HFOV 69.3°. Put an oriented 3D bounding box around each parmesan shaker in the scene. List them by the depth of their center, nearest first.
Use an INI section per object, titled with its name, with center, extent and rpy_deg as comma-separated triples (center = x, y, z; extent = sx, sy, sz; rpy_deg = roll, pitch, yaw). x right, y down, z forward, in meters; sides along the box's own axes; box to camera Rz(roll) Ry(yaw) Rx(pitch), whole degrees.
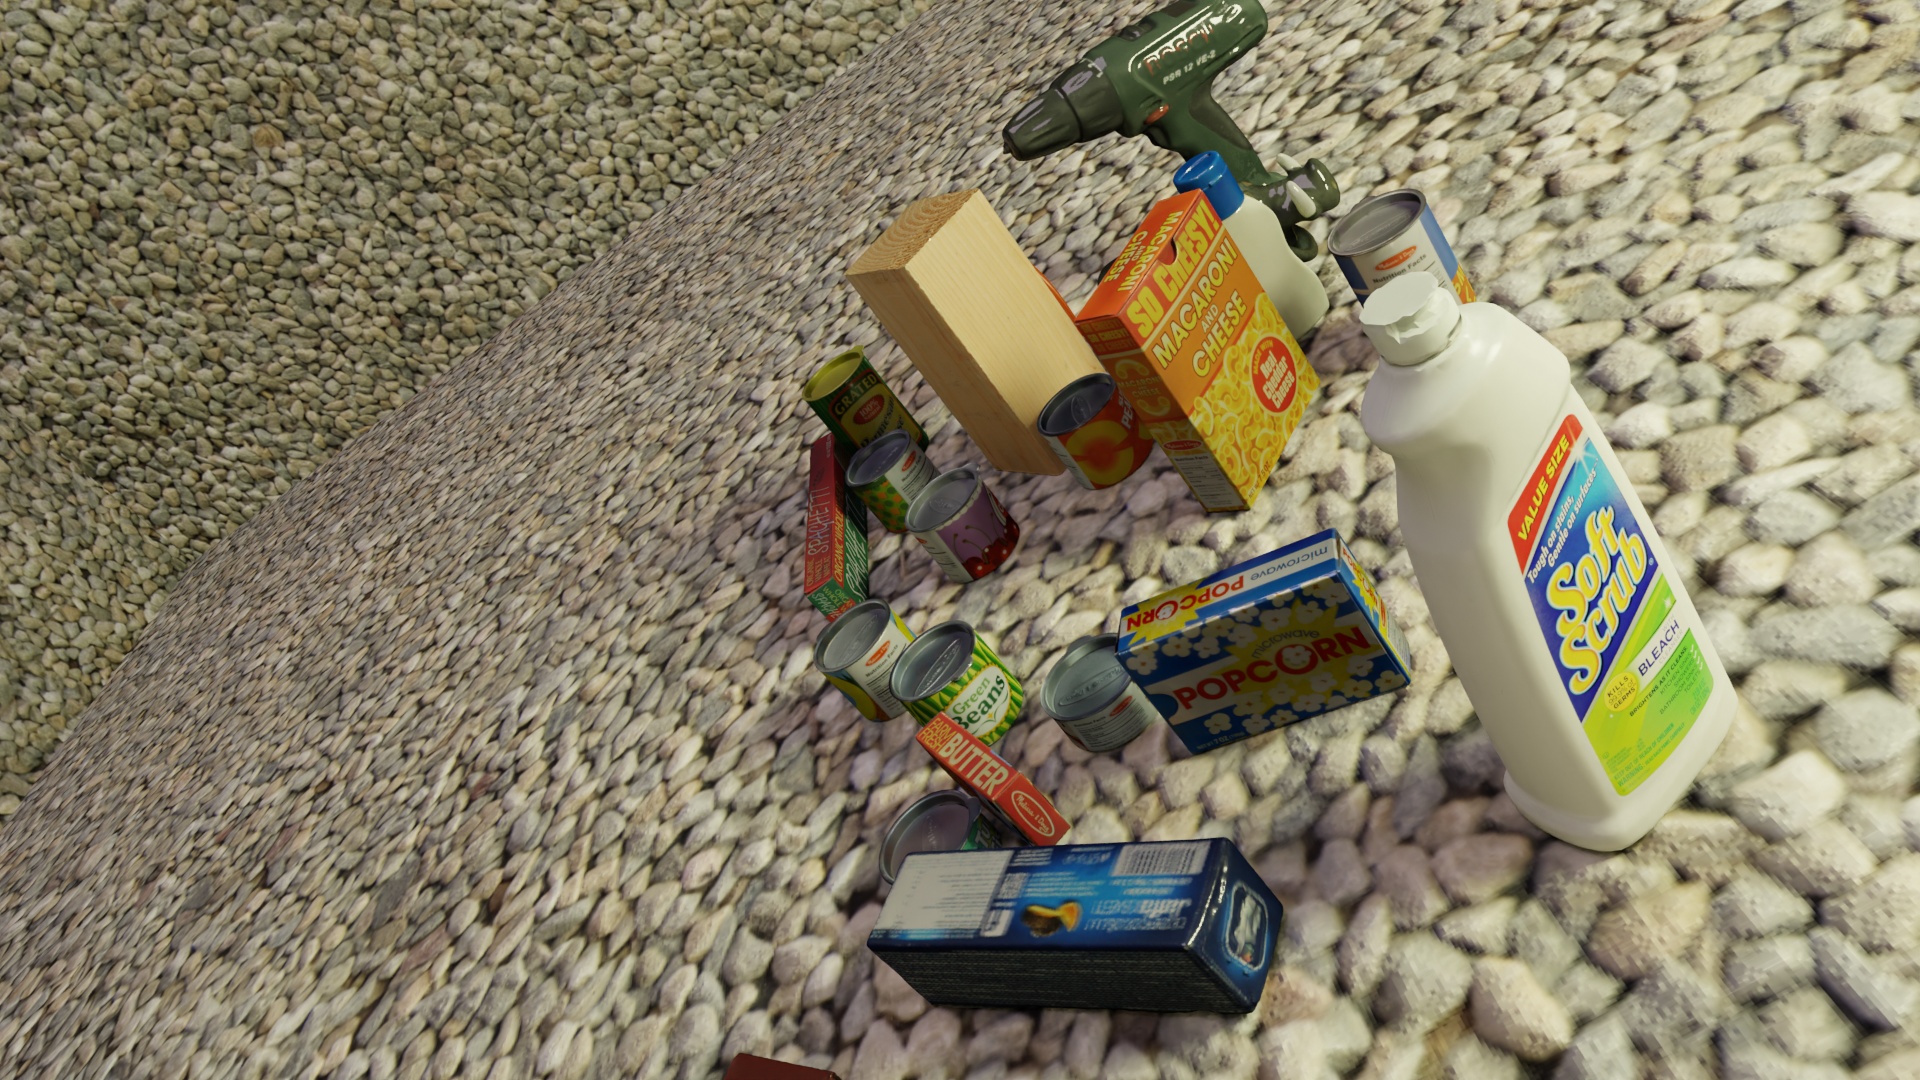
[parmesan shaker]
center = -0.081, -0.111, 1.227
extent = 0.071, 0.103, 0.072
rpy_deg = -29, 29, 19

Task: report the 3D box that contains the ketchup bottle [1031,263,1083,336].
[ketchup bottle]
center = 0.042, -0.215, 1.184
extent = 0.065, 0.148, 0.044
rpy_deg = -39, 28, 1

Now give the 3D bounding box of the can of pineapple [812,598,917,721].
[can of pineapple]
center = -0.060, 0.083, 0.965
extent = 0.071, 0.057, 0.071
rpy_deg = -29, 29, 18

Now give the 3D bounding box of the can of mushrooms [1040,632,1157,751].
[can of mushrooms]
center = 0.083, 0.087, 0.813
extent = 0.071, 0.033, 0.071
rpy_deg = -29, 29, 18

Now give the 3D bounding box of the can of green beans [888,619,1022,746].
[can of green beans]
center = -0.002, 0.094, 0.880
extent = 0.071, 0.057, 0.071
rpy_deg = -29, 29, 18

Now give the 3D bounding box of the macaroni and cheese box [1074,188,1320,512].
[macaroni and cheese box]
center = 0.156, -0.120, 0.887
extent = 0.040, 0.166, 0.124
rpy_deg = -4, 44, 48

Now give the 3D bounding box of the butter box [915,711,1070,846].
[butter box]
center = 0.017, 0.138, 0.797
extent = 0.024, 0.053, 0.103
rpy_deg = -45, 28, -10

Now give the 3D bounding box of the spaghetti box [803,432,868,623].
[spaghetti box]
center = -0.103, -0.013, 1.166
extent = 0.028, 0.050, 0.251
rpy_deg = -32, 29, 14

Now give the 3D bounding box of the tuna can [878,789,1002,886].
[tuna can]
center = -0.009, 0.177, 0.792
extent = 0.071, 0.032, 0.071
rpy_deg = -29, 29, 18

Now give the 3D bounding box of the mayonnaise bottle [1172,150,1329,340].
[mayonnaise bottle]
center = 0.201, -0.204, 0.977
extent = 0.065, 0.147, 0.041
rpy_deg = -42, 28, -4

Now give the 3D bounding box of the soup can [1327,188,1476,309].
[soup can]
center = 0.287, -0.176, 0.902
extent = 0.071, 0.083, 0.072
rpy_deg = -29, 29, 19

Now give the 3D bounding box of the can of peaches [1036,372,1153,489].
[can of peaches]
center = 0.101, -0.081, 1.013
extent = 0.071, 0.058, 0.071
rpy_deg = -29, 29, 18

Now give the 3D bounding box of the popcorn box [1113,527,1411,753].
[popcorn box]
center = 0.156, 0.054, 0.719
extent = 0.126, 0.085, 0.038
rpy_deg = -24, 31, 27

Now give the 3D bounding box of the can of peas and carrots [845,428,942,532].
[can of peas and carrots]
center = -0.054, -0.049, 1.150
extent = 0.071, 0.058, 0.071
rpy_deg = -29, 29, 19

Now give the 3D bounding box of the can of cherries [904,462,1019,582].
[can of cherries]
center = 0.004, -0.013, 1.029
extent = 0.071, 0.058, 0.072
rpy_deg = -29, 29, 19
